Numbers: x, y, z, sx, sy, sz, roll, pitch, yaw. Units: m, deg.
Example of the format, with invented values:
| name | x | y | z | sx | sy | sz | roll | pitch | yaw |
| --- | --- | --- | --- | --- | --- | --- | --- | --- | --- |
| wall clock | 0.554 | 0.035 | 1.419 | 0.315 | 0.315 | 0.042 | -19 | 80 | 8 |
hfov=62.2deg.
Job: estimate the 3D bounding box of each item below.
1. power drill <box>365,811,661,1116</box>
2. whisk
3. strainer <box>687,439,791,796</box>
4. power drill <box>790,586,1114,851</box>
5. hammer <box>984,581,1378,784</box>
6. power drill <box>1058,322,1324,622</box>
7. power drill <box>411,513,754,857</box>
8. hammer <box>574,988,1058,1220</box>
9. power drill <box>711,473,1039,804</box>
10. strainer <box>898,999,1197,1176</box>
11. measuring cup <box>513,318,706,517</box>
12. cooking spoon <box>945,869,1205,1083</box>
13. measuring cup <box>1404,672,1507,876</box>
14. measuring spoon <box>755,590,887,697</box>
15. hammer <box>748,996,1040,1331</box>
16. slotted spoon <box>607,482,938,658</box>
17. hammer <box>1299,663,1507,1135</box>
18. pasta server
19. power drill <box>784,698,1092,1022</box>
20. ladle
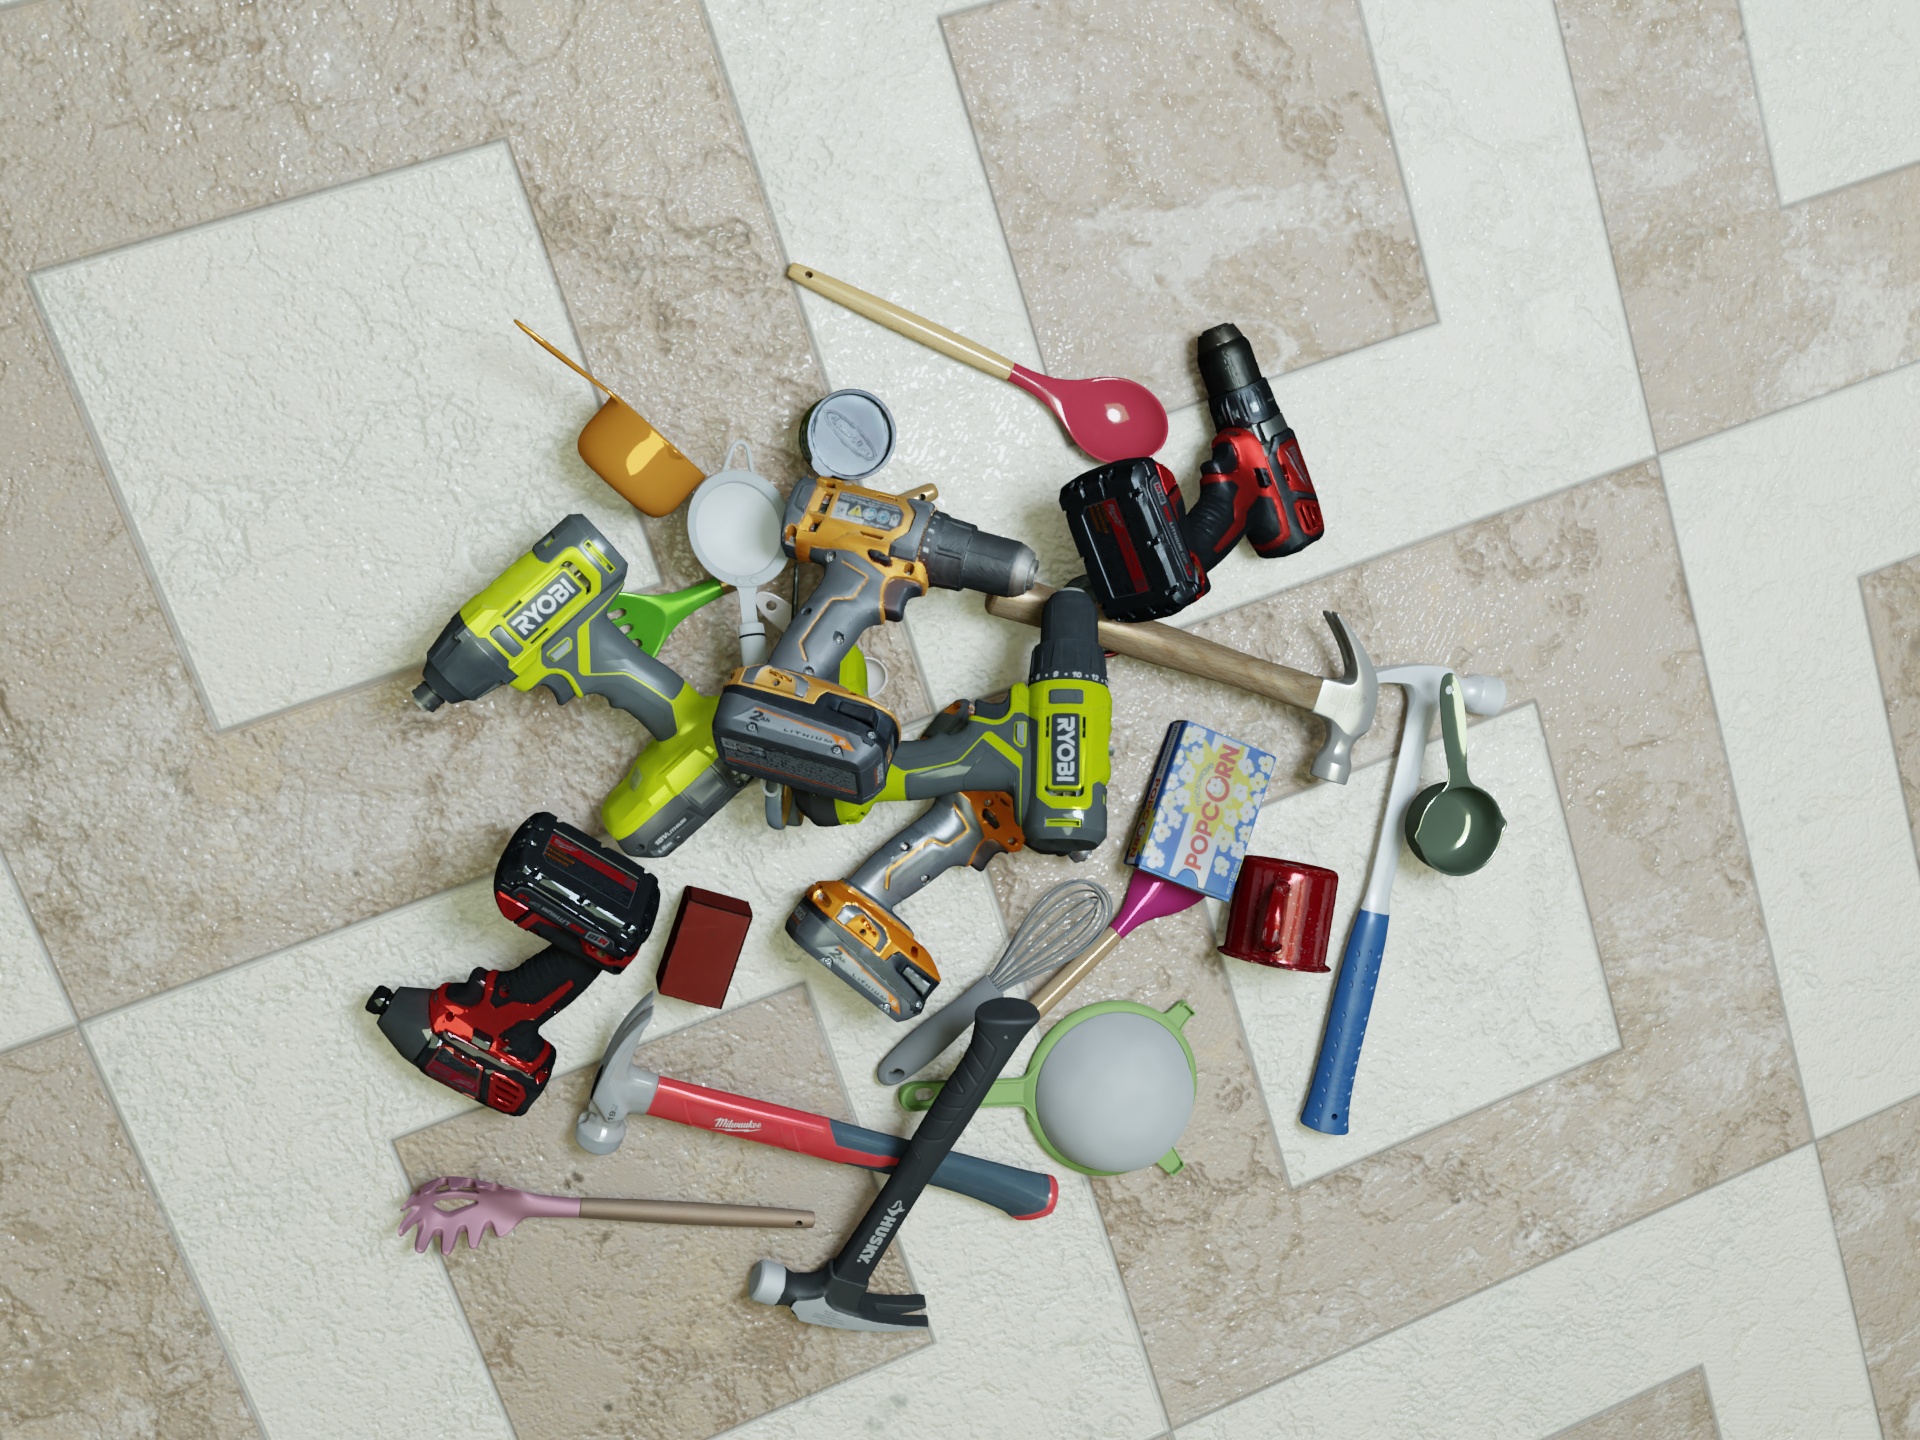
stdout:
| name | x | y | z | sx | sy | sz | roll | pitch | yaw |
| --- | --- | --- | --- | --- | --- | --- | --- | --- | --- |
| power drill | -0.326 | 0.180 | 1.149 | 0.143 | 0.079 | 0.219 | 33 | 112 | -14 |
| whisk | 0.024 | 0.211 | 1.267 | 0.239 | 0.055 | 0.055 | -41 | 104 | 3 |
| strainer | -0.155 | -0.072 | 1.155 | 0.086 | 0.050 | 0.258 | -3 | 82 | -36 |
| power drill | -0.002 | -0.004 | 1.162 | 0.228 | 0.080 | 0.191 | 0 | 75 | 6 |
| hammer | 0.178 | -0.055 | 1.243 | 0.331 | 0.031 | 0.130 | 17 | 93 | -14 |
| power drill | 0.179 | -0.188 | 1.203 | 0.227 | 0.080 | 0.188 | -31 | 104 | -39 |
| power drill | -0.261 | -0.013 | 1.138 | 0.171 | 0.080 | 0.223 | -43 | 117 | -4 |
| hammer | -0.093 | 0.318 | 1.246 | 0.386 | 0.038 | 0.143 | 19 | 115 | -17 |
| power drill | -0.057 | -0.059 | 1.107 | 0.185 | 0.084 | 0.226 | 15 | 64 | 7 |
| strainer | 0.081 | 0.308 | 1.284 | 0.256 | 0.069 | 0.151 | 2 | 97 | -14 |
| measuring cup | -0.259 | -0.208 | 1.118 | 0.052 | 0.095 | 0.173 | -49 | 125 | 3 |
| cooking spoon | 0.108 | 0.190 | 1.290 | 0.319 | 0.017 | 0.068 | -42 | 103 | -11 |
| measuring cup | 0.398 | 0.043 | 1.301 | 0.083 | 0.038 | 0.167 | -8 | 97 | -12 |
| measuring spoon | -0.107 | -0.061 | 1.216 | 0.124 | 0.018 | 0.034 | 38 | 101 | -20 |
| hammer | -0.029 | 0.347 | 1.229 | 0.146 | 0.035 | 0.334 | 23 | 112 | -18 |
| slotted spoon | -0.157 | -0.110 | 1.200 | 0.314 | 0.031 | 0.070 | -26 | 107 | -10 |
| hammer | 0.346 | 0.149 | 1.340 | 0.144 | 0.035 | 0.405 | 11 | 95 | -14 |
| pasta server | -0.268 | 0.384 | 1.234 | 0.316 | 0.040 | 0.060 | 8 | 108 | -14 |
| power drill | -0.010 | 0.118 | 1.236 | 0.164 | 0.084 | 0.226 | 40 | 83 | -14 |
| ladle | 0.015 | -0.277 | 1.217 | 0.315 | 0.031 | 0.069 | 23 | 83 | -12 |
